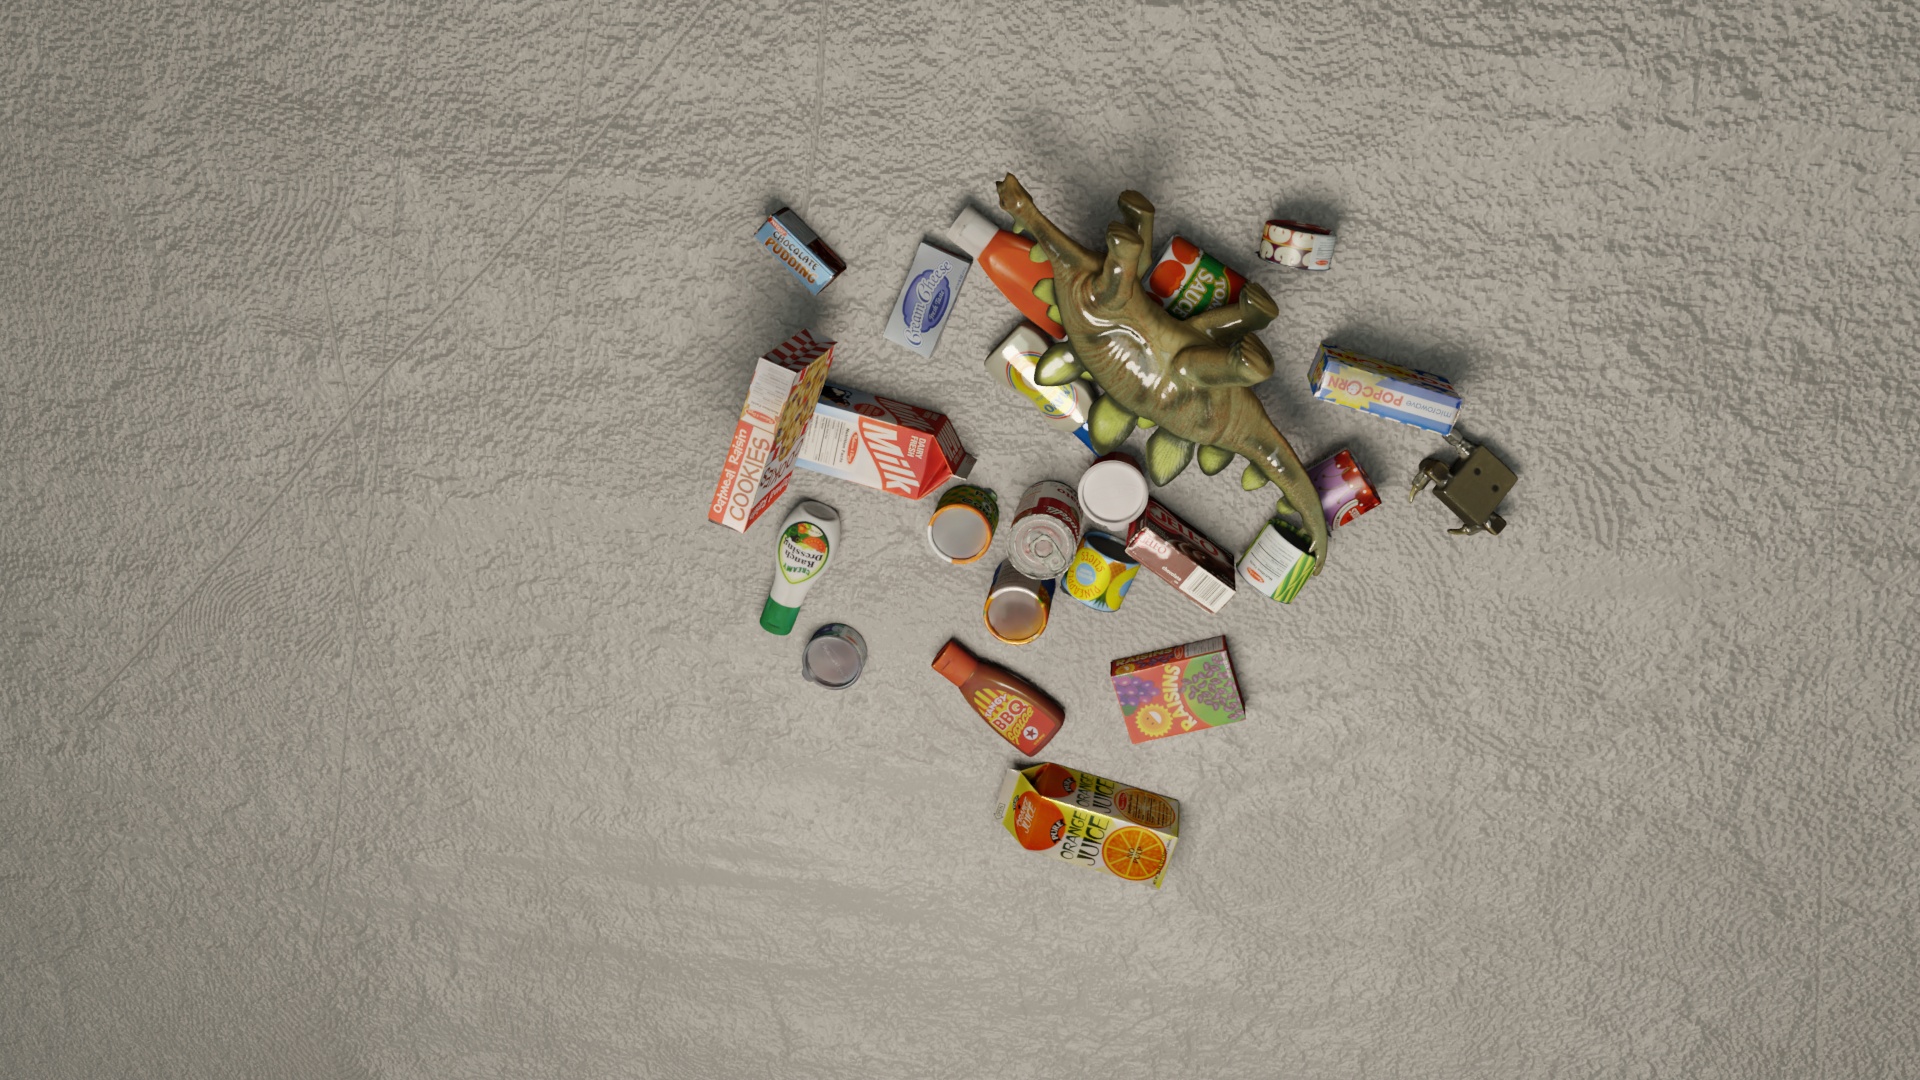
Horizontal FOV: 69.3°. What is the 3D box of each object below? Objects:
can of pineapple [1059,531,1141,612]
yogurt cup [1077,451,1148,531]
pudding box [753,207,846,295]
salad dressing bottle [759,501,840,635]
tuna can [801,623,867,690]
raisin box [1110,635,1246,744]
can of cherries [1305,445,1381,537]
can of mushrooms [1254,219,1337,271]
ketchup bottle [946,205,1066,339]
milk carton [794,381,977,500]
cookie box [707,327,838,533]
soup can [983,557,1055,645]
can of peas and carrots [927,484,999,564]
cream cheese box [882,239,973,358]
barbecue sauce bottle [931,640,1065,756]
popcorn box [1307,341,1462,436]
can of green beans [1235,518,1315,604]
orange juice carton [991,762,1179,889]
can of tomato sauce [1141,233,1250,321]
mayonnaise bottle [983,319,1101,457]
[{"bbox_3d":[0.141,0.031,1.398,0.071,0.071,0.057,23,113,0],"label":"can of pineapple"},{"bbox_3d":[0.152,-0.054,1.371,0.072,0.054,0.072,3,112,8],"label":"yogurt cup"},{"bbox_3d":[-0.153,-0.279,1.336,0.083,0.050,0.030,44,113,-9],"label":"pudding box"},{"bbox_3d":[-0.172,0.031,1.464,0.064,0.044,0.147,23,113,-1],"label":"salad dressing bottle"},{"bbox_3d":[-0.137,0.127,1.502,0.071,0.033,0.070,3,112,8],"label":"tuna can"},{"bbox_3d":[0.227,0.156,1.449,0.123,0.040,0.086,-15,109,14],"label":"raisin box"},{"bbox_3d":[0.363,-0.047,1.330,0.058,0.072,0.071,-32,103,18],"label":"can of cherries"},{"bbox_3d":[0.302,-0.268,1.256,0.071,0.071,0.033,11,113,5],"label":"can of mushrooms"},{"bbox_3d":[0.056,-0.258,1.312,0.149,0.044,0.064,37,116,-5],"label":"ketchup bottle"},{"bbox_3d":[-0.079,-0.097,1.383,0.191,0.072,0.073,16,113,4],"label":"milk carton"},{"bbox_3d":[-0.175,-0.103,1.290,0.040,0.123,0.166,24,114,3],"label":"cookie box"},{"bbox_3d":[0.061,0.063,1.416,0.071,0.084,0.071,3,112,8],"label":"soup can"},{"bbox_3d":[0.005,-0.018,1.407,0.071,0.059,0.070,3,112,8],"label":"can of peas and carrots"},{"bbox_3d":[-0.032,-0.234,1.347,0.053,0.024,0.103,25,113,1],"label":"cream cheese box"},{"bbox_3d":[0.037,0.164,1.482,0.148,0.044,0.064,38,113,-6],"label":"barbecue sauce bottle"},{"bbox_3d":[0.389,-0.140,1.280,0.127,0.085,0.038,17,112,3],"label":"popcorn box"},{"bbox_3d":[0.314,0.020,1.366,0.071,0.071,0.057,31,113,-3],"label":"can of green beans"},{"bbox_3d":[0.134,0.302,1.503,0.193,0.073,0.071,16,113,3],"label":"orange juice carton"},{"bbox_3d":[0.214,-0.233,1.281,0.083,0.071,0.071,32,113,-3],"label":"can of tomato sauce"},{"bbox_3d":[0.095,-0.144,1.352,0.148,0.041,0.064,43,113,-7],"label":"mayonnaise bottle"}]
